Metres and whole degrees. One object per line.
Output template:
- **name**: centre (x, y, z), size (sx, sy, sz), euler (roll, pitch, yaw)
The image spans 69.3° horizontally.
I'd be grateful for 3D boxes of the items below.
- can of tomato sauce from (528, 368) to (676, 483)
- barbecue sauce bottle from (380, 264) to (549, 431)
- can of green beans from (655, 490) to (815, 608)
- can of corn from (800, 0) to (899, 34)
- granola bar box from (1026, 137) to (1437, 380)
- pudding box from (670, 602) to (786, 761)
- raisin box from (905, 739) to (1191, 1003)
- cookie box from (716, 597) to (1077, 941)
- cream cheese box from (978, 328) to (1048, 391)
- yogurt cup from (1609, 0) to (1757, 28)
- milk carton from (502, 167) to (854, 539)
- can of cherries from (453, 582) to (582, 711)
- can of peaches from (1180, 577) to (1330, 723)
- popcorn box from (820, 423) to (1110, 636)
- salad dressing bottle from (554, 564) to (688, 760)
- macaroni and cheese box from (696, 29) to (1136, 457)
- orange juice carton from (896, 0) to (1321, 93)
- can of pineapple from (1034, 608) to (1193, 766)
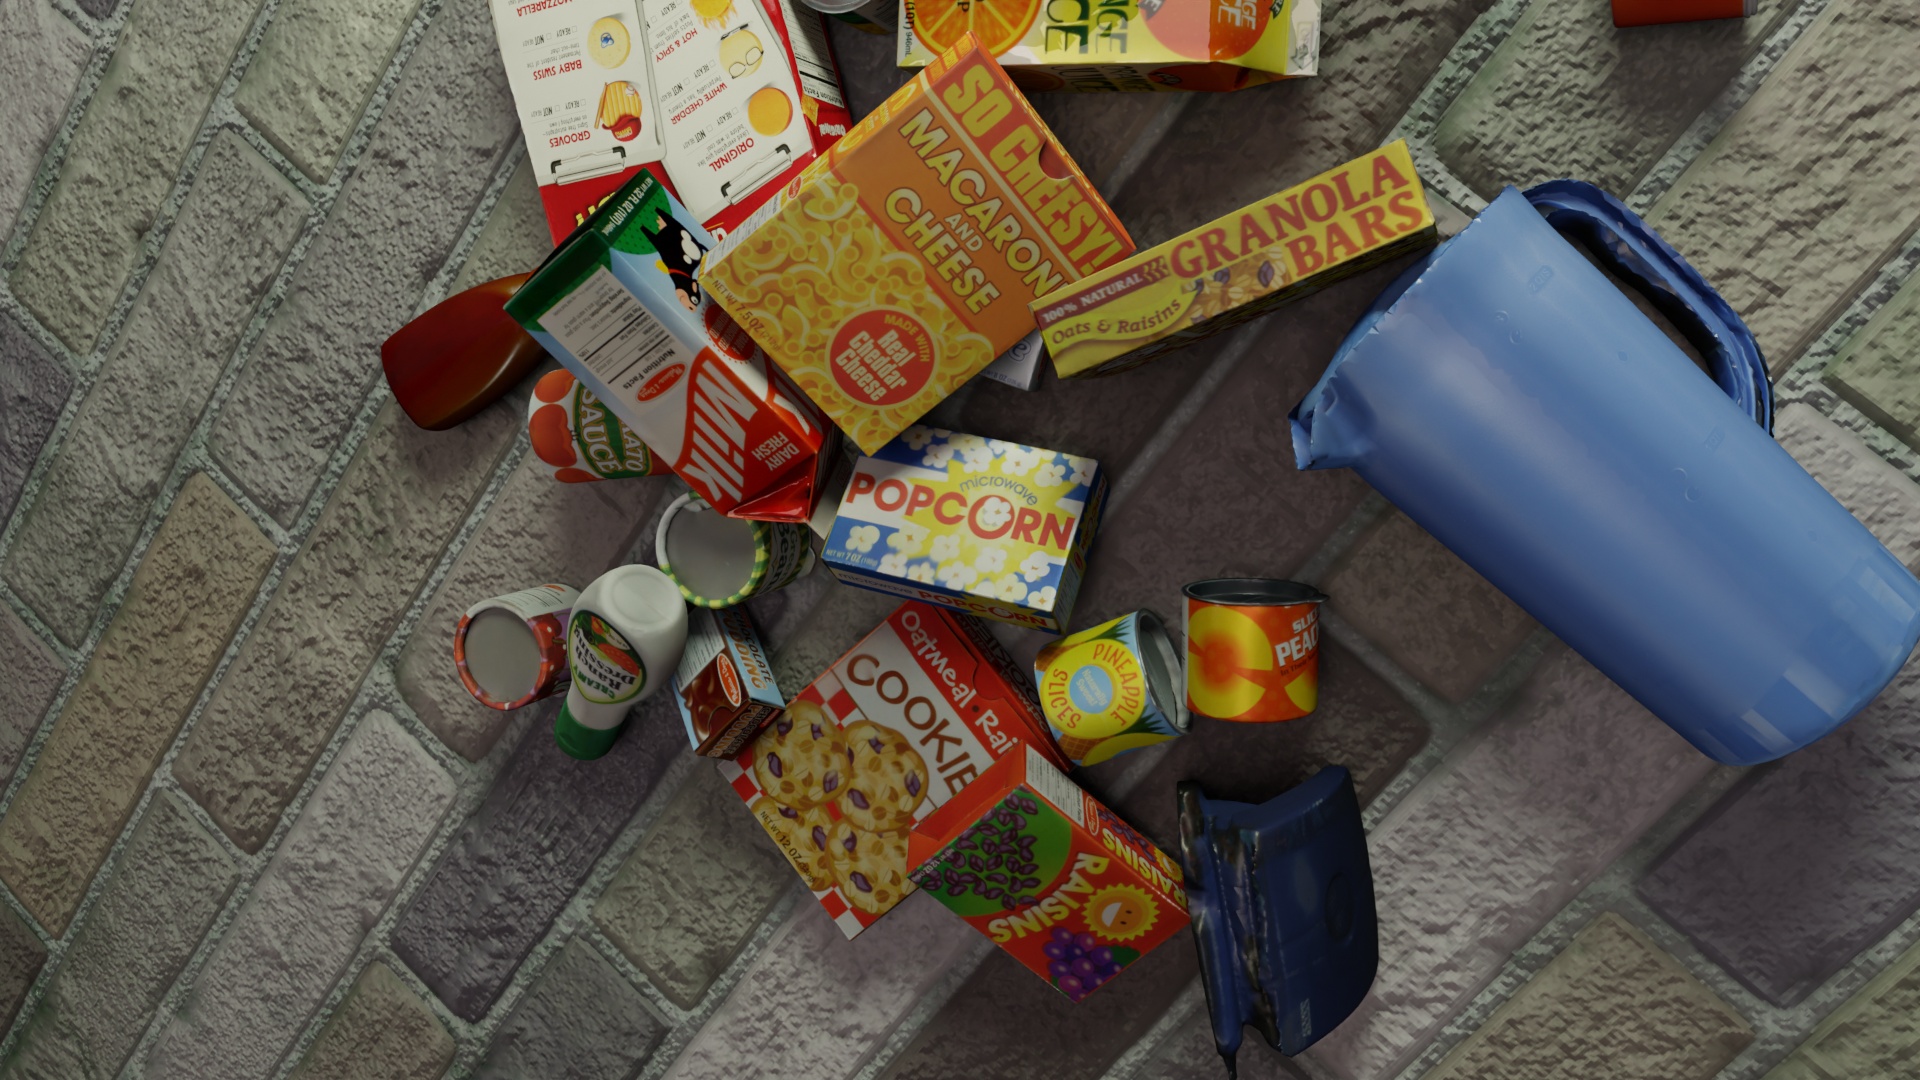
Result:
- **can of tomato sauce**: centre (-0.187, -0.066, 0.770), size (0.083, 0.071, 0.071), euler (-4, 96, 21)
- **barbecue sauce bottle**: centre (-0.265, -0.122, 0.805), size (0.148, 0.044, 0.065), euler (-27, 88, 20)
- **can of green beans**: centre (-0.124, 0.001, 0.763), size (0.071, 0.058, 0.071), euler (3, 98, 19)
- **can of corn**: centre (-0.051, -0.295, 0.697), size (0.071, 0.058, 0.071), euler (3, 98, 20)
- **granola bar box**: centre (0.127, -0.120, 0.621), size (0.165, 0.124, 0.039), euler (-21, 91, 21)
- **pudding box**: centre (-0.134, 0.075, 0.771), size (0.049, 0.030, 0.084), euler (-44, 50, 19)
- **raisin box**: centre (0.045, 0.171, 0.709), size (0.123, 0.040, 0.086), euler (41, 111, -17)
- **cookie box**: centre (-0.034, 0.120, 0.756), size (0.167, 0.040, 0.123), euler (-41, 83, 20)
- **cream cheese box**: centre (-0.001, -0.118, 0.721), size (0.104, 0.024, 0.053), euler (21, 102, 16)
- **yogurt cup**: centre (0.298, -0.247, 0.577), size (0.054, 0.072, 0.072), euler (-4, 96, 28)
- **milk carton**: centre (-0.125, -0.084, 0.702), size (0.073, 0.073, 0.190), euler (-31, 115, 30)
- **can of cherries**: centre (-0.253, 0.064, 0.817), size (0.071, 0.058, 0.071), euler (3, 98, 19)
- **can of peaches**: centre (0.141, 0.052, 0.669), size (0.071, 0.071, 0.058), euler (3, 99, 19)
- **popcorn box**: centre (0.003, -0.009, 0.708), size (0.127, 0.038, 0.085), euler (13, 70, 18)
- **salad dressing bottle**: centre (-0.194, 0.073, 0.774), size (0.064, 0.044, 0.146), euler (38, 135, 5)
- **macaroni and cheese box**: centre (-0.020, -0.135, 0.657), size (0.166, 0.040, 0.123), euler (-36, 118, 15)
- **orange juice carton**: centre (0.071, -0.253, 0.651), size (0.193, 0.073, 0.071), euler (6, 98, 18)
- **can of pineapple**: centre (0.076, 0.074, 0.695), size (0.058, 0.071, 0.071), euler (-23, 89, 21)
